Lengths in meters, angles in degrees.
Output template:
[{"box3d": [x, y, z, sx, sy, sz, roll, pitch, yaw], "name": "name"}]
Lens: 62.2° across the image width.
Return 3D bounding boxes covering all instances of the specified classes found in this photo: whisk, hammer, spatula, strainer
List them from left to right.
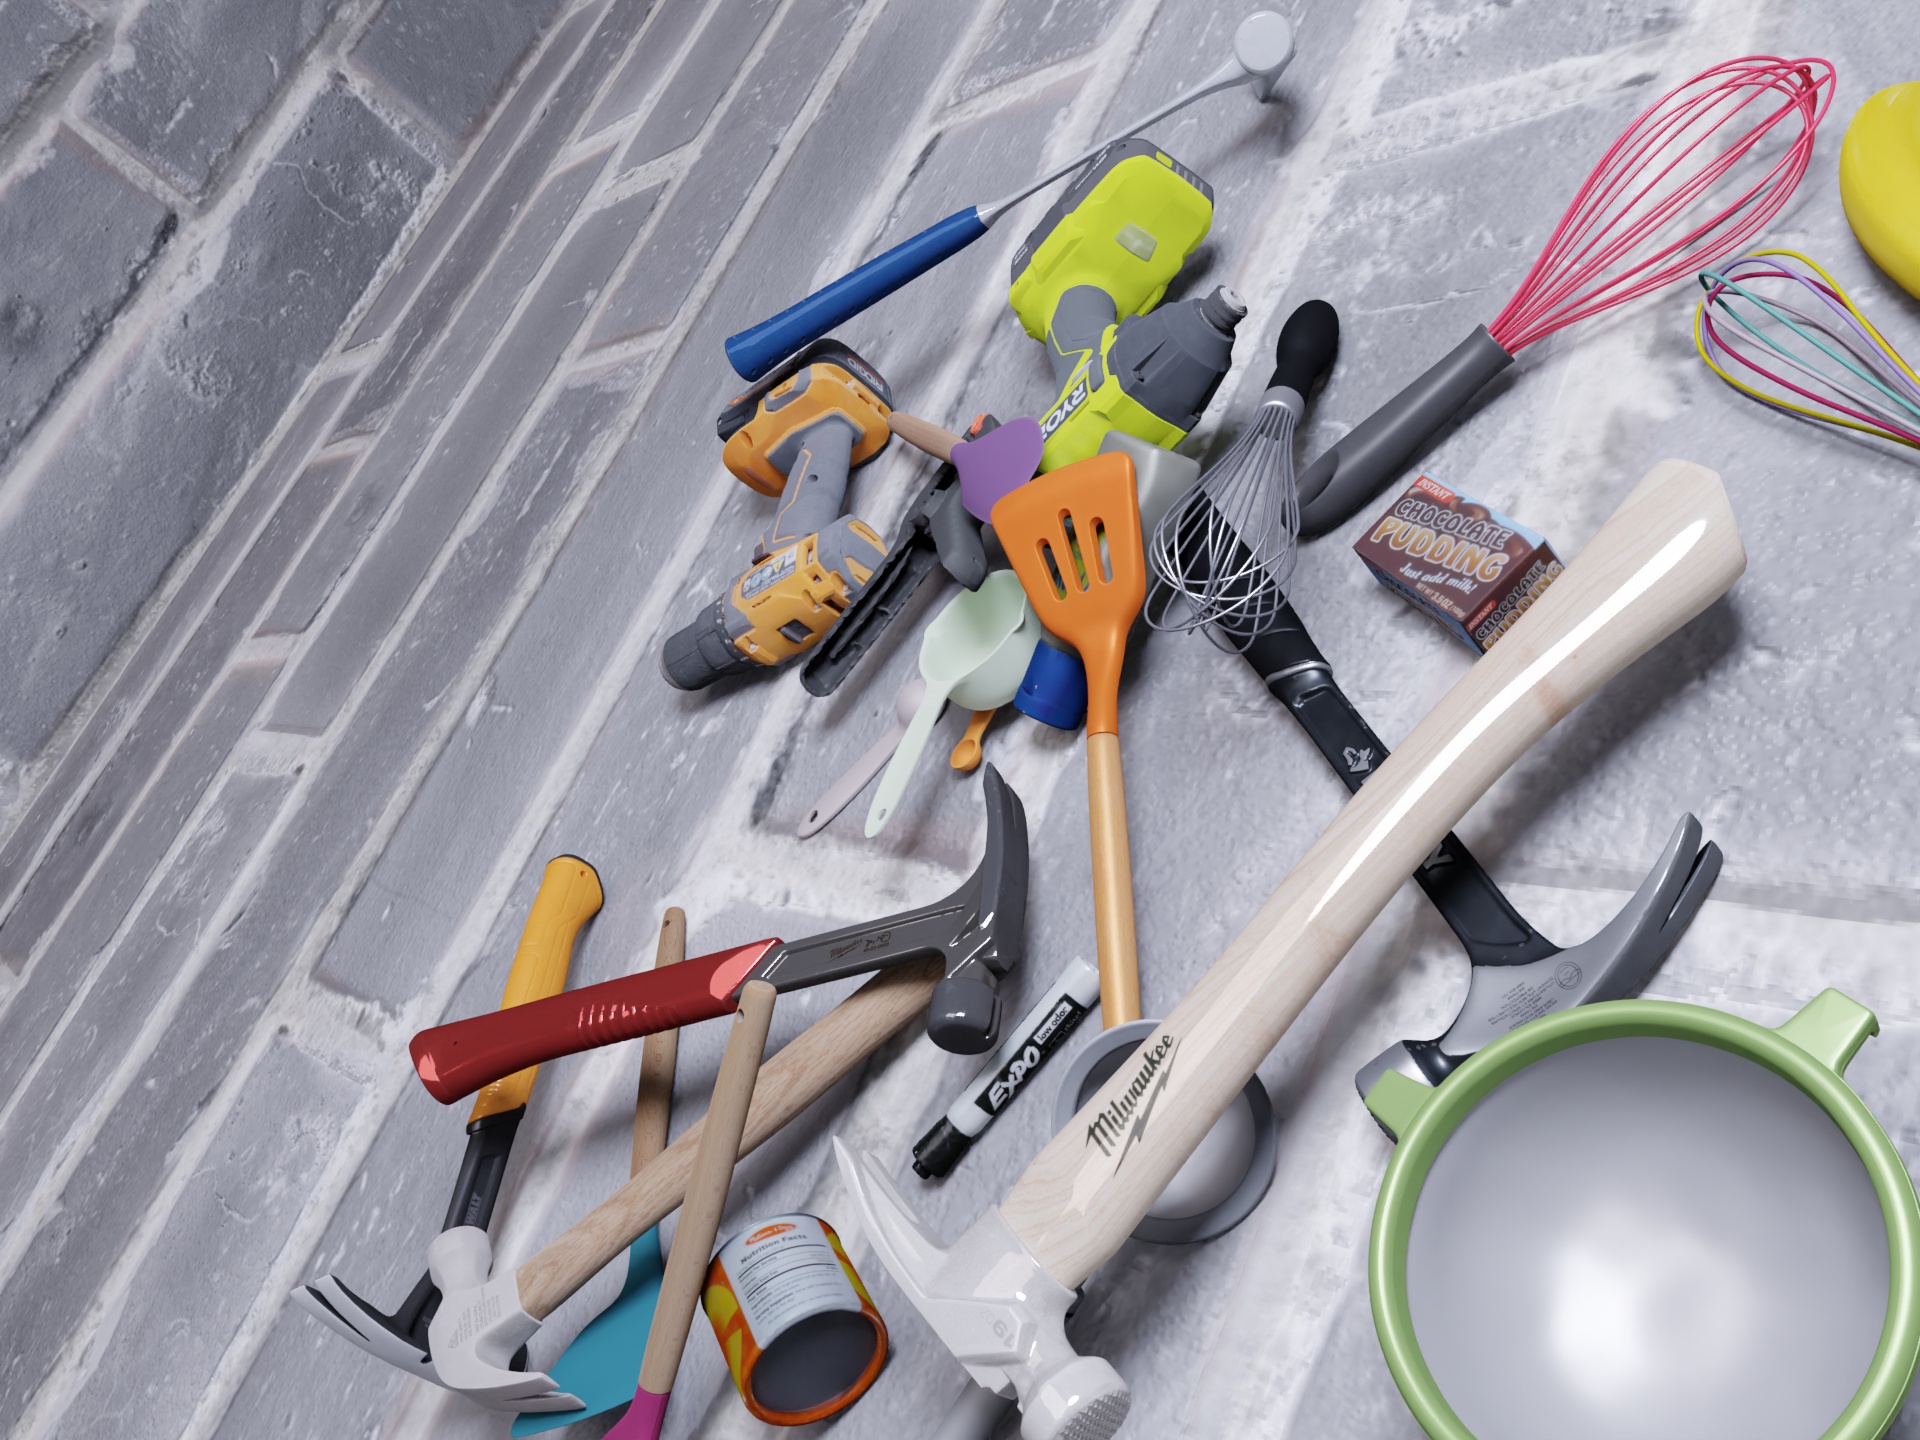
[{"box3d": [-0.269, 0.207, 0.920, 0.034, 0.127, 0.337, -30, 34, 28], "name": "hammer"}, {"box3d": [-0.171, 0.220, 0.846, 0.082, 0.044, 0.318, -26, 40, 20], "name": "spatula"}, {"box3d": [-0.131, 0.128, 0.798, 0.359, 0.036, 0.149, -18, 41, 25], "name": "hammer"}, {"box3d": [-0.118, 0.205, 0.762, 0.331, 0.031, 0.130, -39, 35, 0], "name": "hammer"}, {"box3d": [-0.004, -0.162, 0.938, 0.060, 0.018, 0.316, -60, 21, 7], "name": "spatula"}, {"box3d": [0.026, -0.328, 1.021, 0.405, 0.035, 0.144, -25, 10, 19], "name": "hammer"}, {"box3d": [0.042, 0.213, 0.617, 0.087, 0.050, 0.258, 34, 91, 12], "name": "strainer"}, {"box3d": [0.060, 0.027, 0.716, 0.081, 0.041, 0.323, -19, 57, 29], "name": "spatula"}, {"box3d": [0.145, -0.130, 0.760, 0.070, 0.070, 0.285, -20, 29, 37], "name": "whisk"}, {"box3d": [0.126, 0.061, 0.578, 0.410, 0.038, 0.146, -48, 48, -3], "name": "hammer"}, {"box3d": [0.159, -0.012, 0.693, 0.149, 0.036, 0.409, -40, 36, 13], "name": "hammer"}, {"box3d": [0.260, -0.185, 0.721, 0.295, 0.073, 0.073, -42, 35, 24], "name": "whisk"}, {"box3d": [0.195, 0.204, 0.427, 0.151, 0.069, 0.257, -21, 45, 33], "name": "strainer"}, {"box3d": [0.345, -0.111, 0.568, 0.047, 0.051, 0.245, -37, 40, 10], "name": "whisk"}]

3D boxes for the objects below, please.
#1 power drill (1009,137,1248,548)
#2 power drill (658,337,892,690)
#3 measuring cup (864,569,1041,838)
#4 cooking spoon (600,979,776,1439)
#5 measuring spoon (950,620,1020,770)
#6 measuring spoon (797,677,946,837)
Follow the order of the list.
[{"box3d": [0.090, -0.222, 0.893, 0.171, 0.080, 0.223, -44, 30, 37], "name": "power drill"}, {"box3d": [-0.127, -0.132, 1.088, 0.185, 0.084, 0.226, -27, 46, 31], "name": "power drill"}, {"box3d": [-0.001, -0.003, 0.841, 0.083, 0.038, 0.168, -1, 56, 52], "name": "measuring cup"}, {"box3d": [-0.124, 0.261, 0.681, 0.069, 0.017, 0.319, 26, 104, 53], "name": "cooking spoon"}, {"box3d": [0.025, -0.020, 0.875, 0.021, 0.011, 0.117, -3, 53, 51], "name": "measuring spoon"}, {"box3d": [-0.056, 0.021, 0.918, 0.124, 0.018, 0.034, -46, 35, 8], "name": "measuring spoon"}]
